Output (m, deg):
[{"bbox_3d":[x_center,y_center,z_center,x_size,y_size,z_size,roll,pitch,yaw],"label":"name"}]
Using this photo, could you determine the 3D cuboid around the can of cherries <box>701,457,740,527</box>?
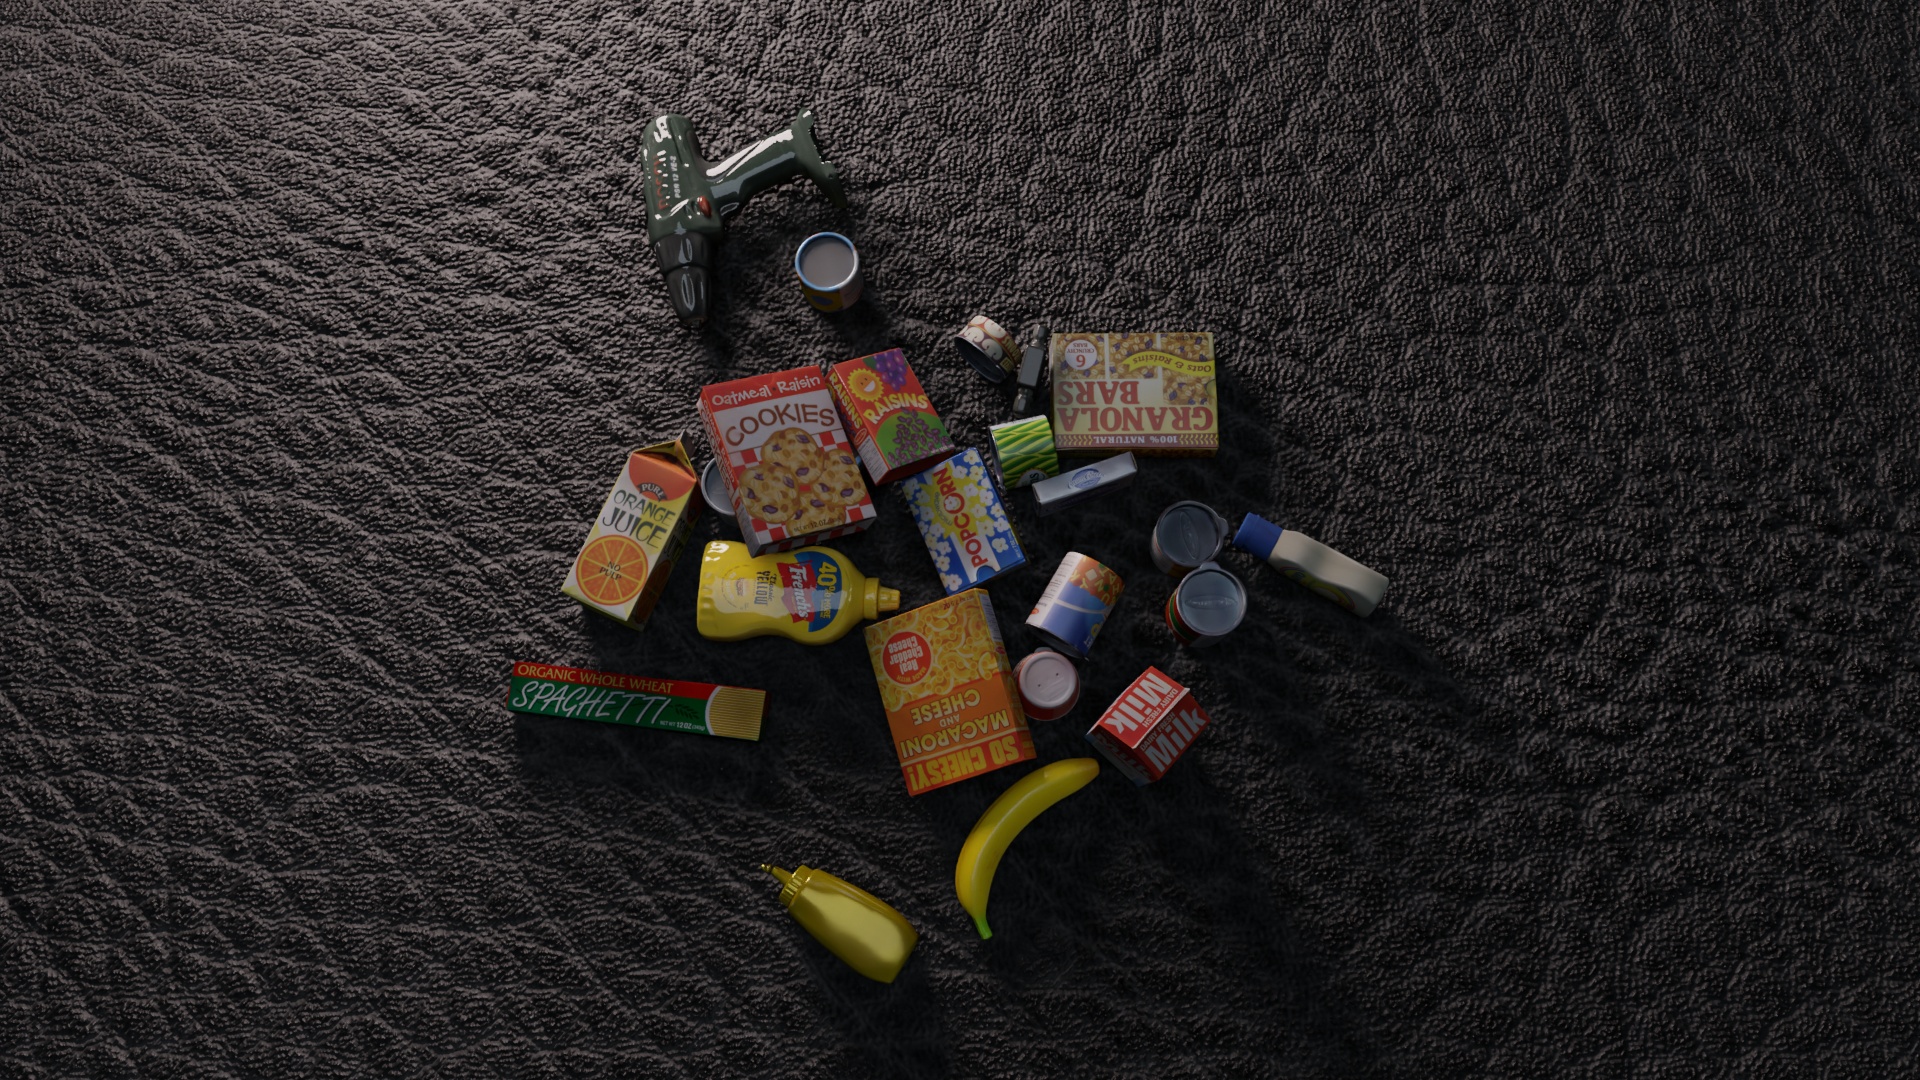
[{"bbox_3d":[-0.218,-0.052,1.373,0.071,0.058,0.071,0,77,1],"label":"can of cherries"}]

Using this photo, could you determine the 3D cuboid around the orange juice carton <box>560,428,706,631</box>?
[{"bbox_3d":[-0.307,-0.016,1.357,0.073,0.071,0.193,23,78,5],"label":"orange juice carton"}]

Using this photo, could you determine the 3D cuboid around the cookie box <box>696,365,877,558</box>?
[{"bbox_3d":[-0.167,-0.079,1.334,0.123,0.040,0.167,-15,75,-27],"label":"cookie box"}]

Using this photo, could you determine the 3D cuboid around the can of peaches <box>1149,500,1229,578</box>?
[{"bbox_3d":[0.223,0.000,1.361,0.071,0.058,0.071,0,76,0],"label":"can of peaches"}]

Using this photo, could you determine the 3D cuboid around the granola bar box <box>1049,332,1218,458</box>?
[{"bbox_3d":[0.174,-0.147,1.405,0.166,0.039,0.124,0,77,0],"label":"granola bar box"}]

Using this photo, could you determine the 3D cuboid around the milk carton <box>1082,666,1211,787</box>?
[{"bbox_3d":[0.168,0.169,1.252,0.073,0.190,0.072,42,81,8],"label":"milk carton"}]

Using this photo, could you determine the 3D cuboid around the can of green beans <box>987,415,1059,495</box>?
[{"bbox_3d":[0.062,-0.087,1.377,0.058,0.071,0.071,-12,77,-3],"label":"can of green beans"}]

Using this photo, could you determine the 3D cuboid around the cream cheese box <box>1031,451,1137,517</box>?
[{"bbox_3d":[0.122,-0.055,1.376,0.104,0.053,0.024,-19,76,-4],"label":"cream cheese box"}]

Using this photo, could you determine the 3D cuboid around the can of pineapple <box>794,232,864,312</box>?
[{"bbox_3d":[-0.136,-0.276,1.425,0.071,0.057,0.071,0,77,0],"label":"can of pineapple"}]

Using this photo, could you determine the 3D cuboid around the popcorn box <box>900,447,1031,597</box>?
[{"bbox_3d":[0.005,-0.017,1.366,0.085,0.038,0.127,-25,78,8],"label":"popcorn box"}]

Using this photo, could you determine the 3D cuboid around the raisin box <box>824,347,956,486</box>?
[{"bbox_3d":[-0.072,-0.124,1.383,0.086,0.040,0.123,-21,76,-34],"label":"raisin box"}]

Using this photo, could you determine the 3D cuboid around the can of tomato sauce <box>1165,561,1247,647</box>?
[{"bbox_3d":[0.234,0.063,1.332,0.071,0.083,0.071,0,77,0],"label":"can of tomato sauce"}]

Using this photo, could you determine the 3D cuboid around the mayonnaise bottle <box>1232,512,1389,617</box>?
[{"bbox_3d":[0.339,0.023,1.355,0.148,0.064,0.041,28,76,10],"label":"mayonnaise bottle"}]

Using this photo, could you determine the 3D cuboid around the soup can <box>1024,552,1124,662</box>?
[{"bbox_3d":[0.113,0.064,1.342,0.071,0.071,0.084,30,78,7],"label":"soup can"}]

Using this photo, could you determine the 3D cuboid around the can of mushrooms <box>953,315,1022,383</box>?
[{"bbox_3d":[0.030,-0.192,1.400,0.071,0.071,0.033,41,79,9],"label":"can of mushrooms"}]

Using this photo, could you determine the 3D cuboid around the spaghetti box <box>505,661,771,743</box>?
[{"bbox_3d":[-0.311,0.156,1.338,0.250,0.028,0.050,7,76,1],"label":"spaghetti box"}]

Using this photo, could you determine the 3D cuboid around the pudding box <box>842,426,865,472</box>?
[{"bbox_3d":[-0.130,-0.071,1.391,0.050,0.030,0.084,35,79,9],"label":"pudding box"}]

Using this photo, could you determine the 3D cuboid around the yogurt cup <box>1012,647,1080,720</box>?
[{"bbox_3d":[0.083,0.137,1.330,0.072,0.054,0.072,0,77,0],"label":"yogurt cup"}]

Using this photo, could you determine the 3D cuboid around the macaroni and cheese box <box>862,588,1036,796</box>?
[{"bbox_3d":[-0.010,0.144,1.316,0.123,0.040,0.166,-20,77,18],"label":"macaroni and cheese box"}]

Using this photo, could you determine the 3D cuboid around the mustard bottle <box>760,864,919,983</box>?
[{"bbox_3d":[-0.116,0.343,1.284,0.160,0.048,0.065,33,79,8],"label":"mustard bottle"}]
